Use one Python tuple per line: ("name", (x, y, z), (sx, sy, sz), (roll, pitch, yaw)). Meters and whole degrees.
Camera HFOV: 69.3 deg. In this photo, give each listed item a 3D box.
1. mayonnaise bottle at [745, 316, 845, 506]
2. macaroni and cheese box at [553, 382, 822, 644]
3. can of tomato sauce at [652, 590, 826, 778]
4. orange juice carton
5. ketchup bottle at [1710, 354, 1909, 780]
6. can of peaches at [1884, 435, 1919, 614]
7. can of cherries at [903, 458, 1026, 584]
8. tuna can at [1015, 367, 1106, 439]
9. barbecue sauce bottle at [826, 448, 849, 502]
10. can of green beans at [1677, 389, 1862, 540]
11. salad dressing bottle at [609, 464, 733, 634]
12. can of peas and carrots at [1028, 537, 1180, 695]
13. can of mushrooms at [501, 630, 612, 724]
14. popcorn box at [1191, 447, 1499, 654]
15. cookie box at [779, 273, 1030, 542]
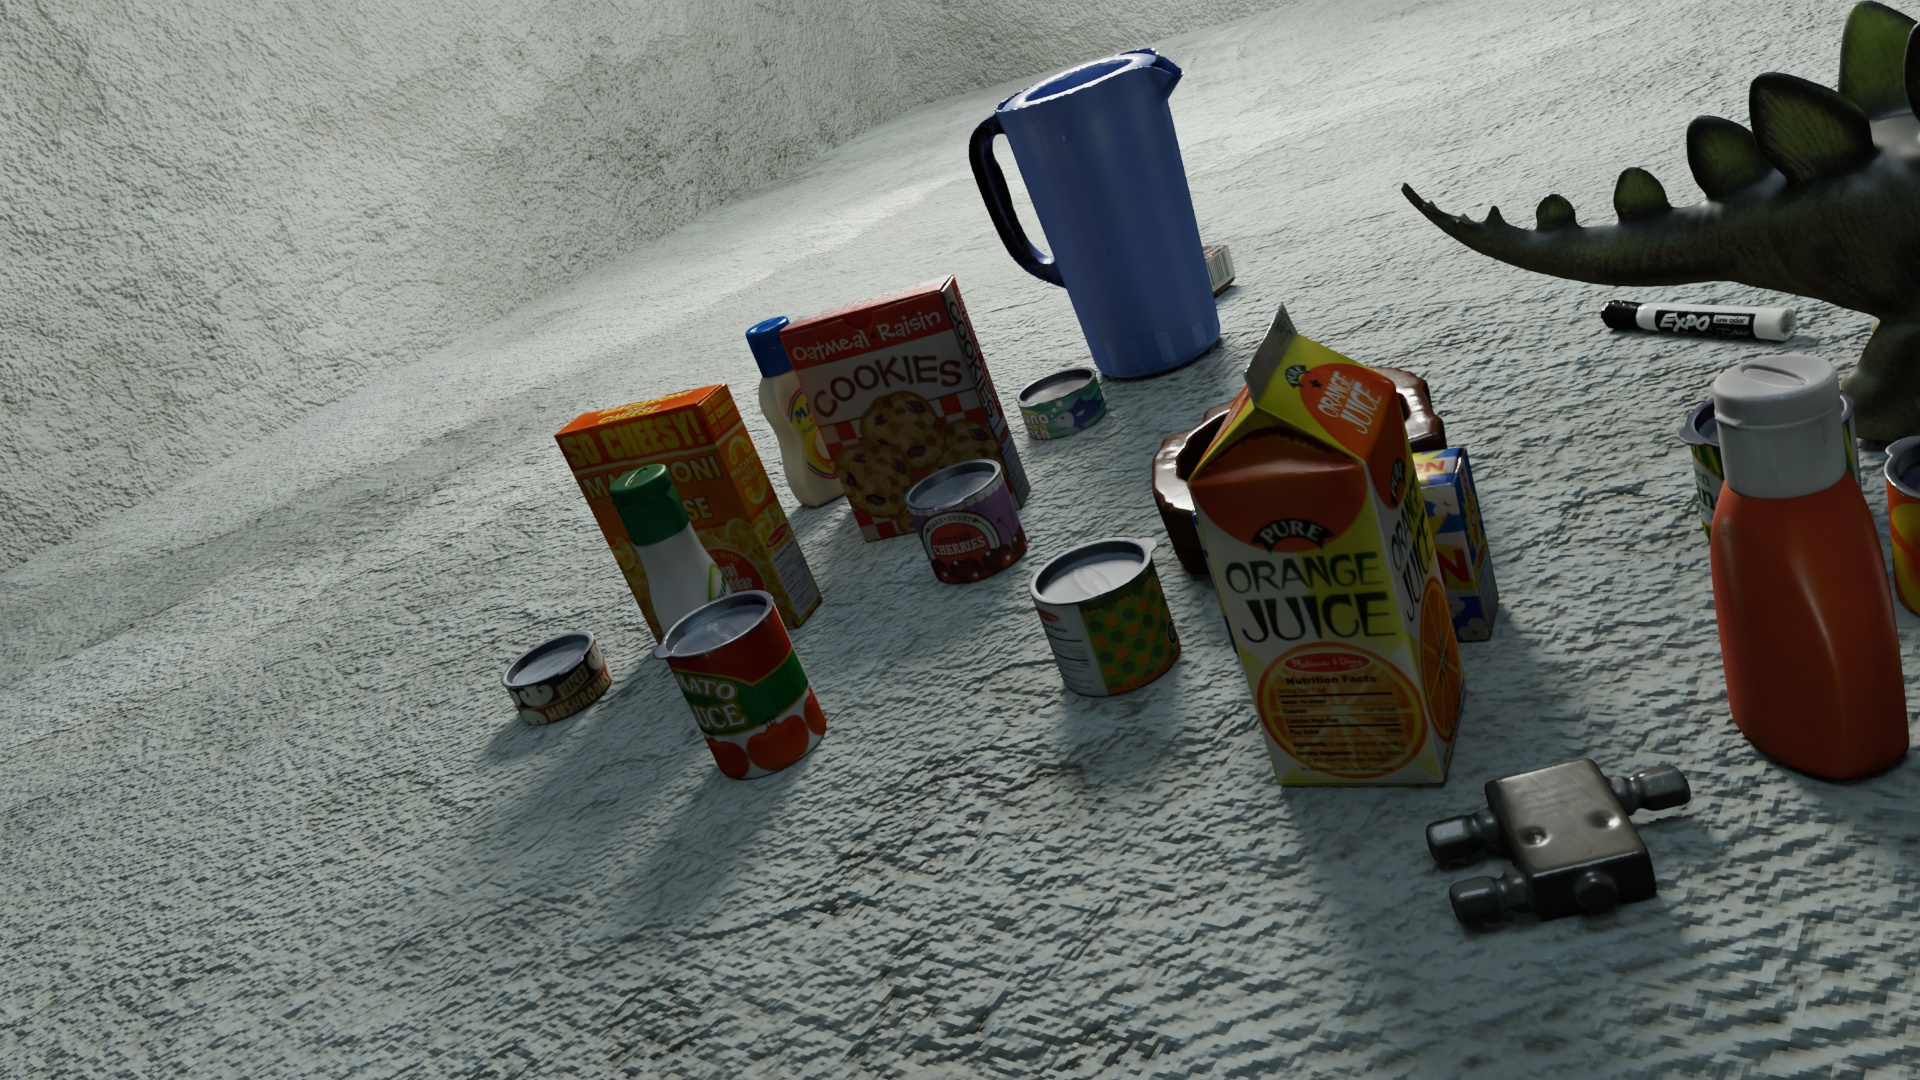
("mayonnaise bottle", (-0.127, -0.104, 1.105), (0.065, 0.147, 0.041), (-33, 25, -28))
("macaroni and cheese box", (-0.180, -0.015, 0.926), (0.123, 0.166, 0.040), (-9, 25, 28))
("can of tomato sauce", (-0.120, 0.081, 0.768), (0.071, 0.082, 0.071), (-18, 23, 8))
("orange juice carton", (0.149, 0.003, 0.570), (0.073, 0.192, 0.072), (-7, 26, 31))
("ketchup bottle", (0.294, 0.009, 0.490), (0.043, 0.148, 0.065), (-23, 22, -4))
("can of peaches", (0.404, -0.006, 0.548), (0.071, 0.058, 0.071), (-18, 23, 8))
("can of cherries", (0.003, -0.011, 0.902), (0.071, 0.058, 0.072), (-18, 23, 8))
("tuna can", (0.077, -0.106, 1.086), (0.071, 0.032, 0.071), (-18, 23, 8))
("barbecue sauce bottle", (-0.082, -0.093, 1.041), (0.044, 0.148, 0.065), (-36, 27, -32))
("can of green beans", (0.372, -0.033, 0.635), (0.071, 0.057, 0.071), (-18, 23, 8))
("salad dressing bottle", (-0.168, 0.026, 0.848), (0.044, 0.147, 0.064), (-15, 23, 13))
("can of peas and carrots", (0.078, 0.038, 0.726), (0.071, 0.058, 0.071), (-18, 23, 8))
("can of mushrooms", (-0.270, 0.092, 0.934), (0.071, 0.033, 0.071), (-18, 23, 8))
("popcorn box", (0.184, 0.008, 0.669), (0.126, 0.085, 0.038), (-7, 26, 30))
("cookie box", (-0.037, -0.089, 0.971), (0.123, 0.166, 0.040), (-12, 24, 20))
